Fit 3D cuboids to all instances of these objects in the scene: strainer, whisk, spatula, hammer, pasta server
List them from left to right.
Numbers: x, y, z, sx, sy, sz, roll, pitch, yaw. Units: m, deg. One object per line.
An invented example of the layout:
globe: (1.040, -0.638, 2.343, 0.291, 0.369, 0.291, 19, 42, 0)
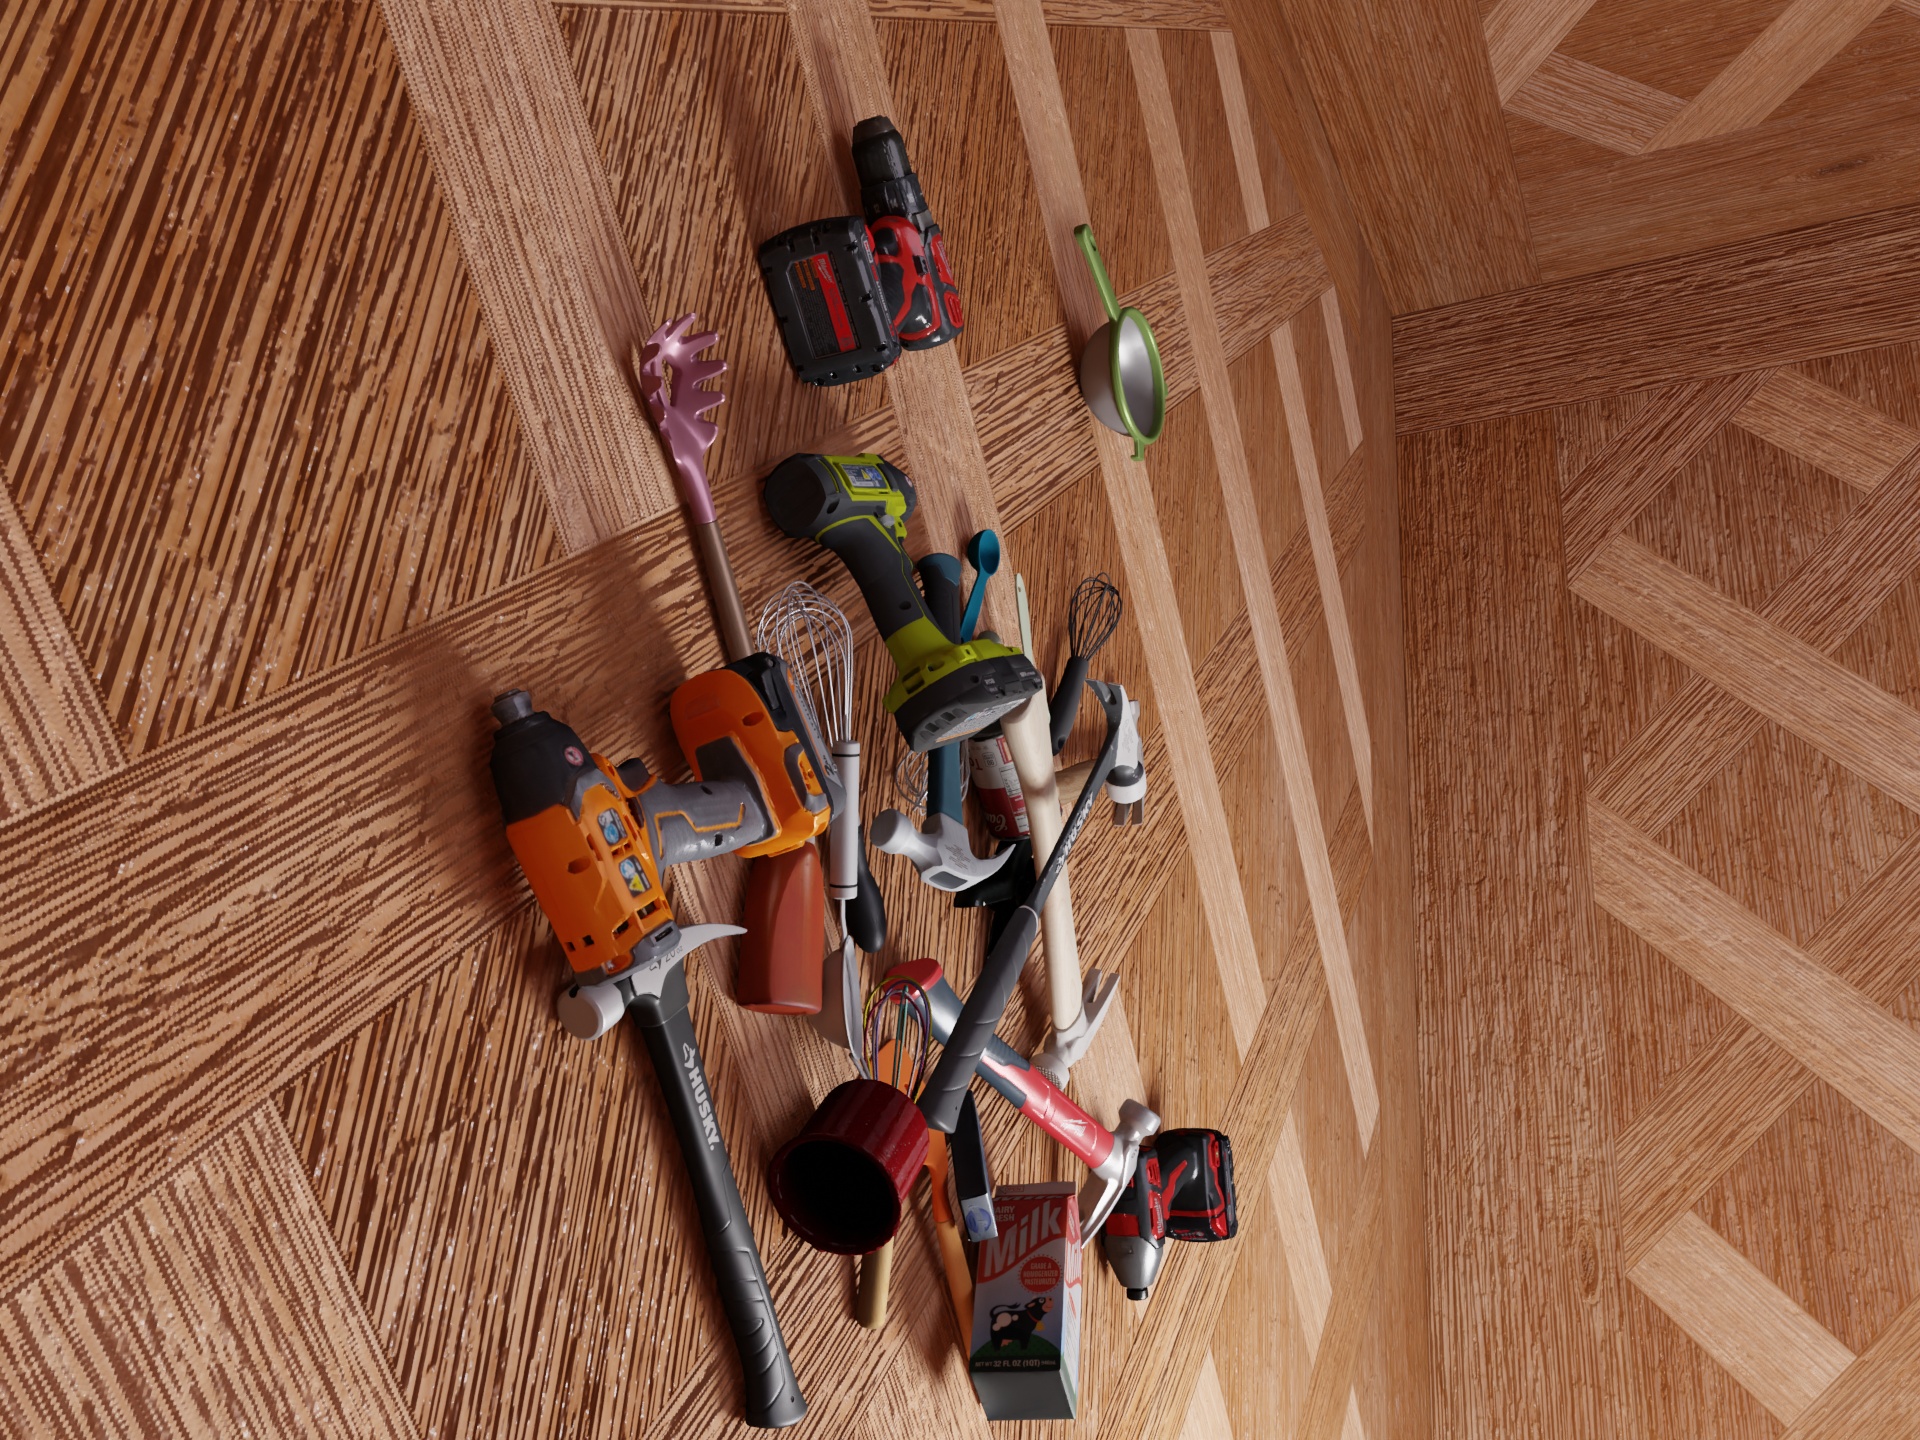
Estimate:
hammer: (-0.146, 0.282, 0.966, 0.146, 0.035, 0.334, -38, 117, -60)
pasta server: (-0.155, -0.105, 1.047, 0.060, 0.040, 0.316, -31, 113, -49)
whisk: (-0.090, 0.039, 1.128, 0.070, 0.070, 0.284, -44, 128, -59)
strainer: (-0.083, 0.124, 1.094, 0.087, 0.050, 0.258, -64, 156, -86)
whisk: (-0.055, 0.304, 1.132, 0.051, 0.047, 0.245, 150, -53, -79)
spatula: (-0.016, 0.399, 1.222, 0.081, 0.041, 0.322, -46, 129, -57)
hammer: (-0.014, -0.011, 1.239, 0.128, 0.033, 0.331, 36, 37, -35)
whisk: (-0.002, -0.004, 1.334, 0.246, 0.059, 0.057, -68, 179, -51)
hammer: (0.042, 0.315, 1.321, 0.143, 0.038, 0.385, -56, 133, -15)
hammer: (0.058, 0.138, 1.216, 0.149, 0.036, 0.409, 77, 33, -44)
hammer: (0.081, 0.127, 1.352, 0.146, 0.038, 0.410, -52, 143, -44)
whisk: (0.118, -0.058, 1.591, 0.055, 0.055, 0.239, 59, 39, -40)
hammer: (0.133, 0.056, 1.581, 0.331, 0.031, 0.130, -14, 98, -69)
strainer: (0.150, -0.413, 1.722, 0.256, 0.069, 0.152, 63, 34, -34)

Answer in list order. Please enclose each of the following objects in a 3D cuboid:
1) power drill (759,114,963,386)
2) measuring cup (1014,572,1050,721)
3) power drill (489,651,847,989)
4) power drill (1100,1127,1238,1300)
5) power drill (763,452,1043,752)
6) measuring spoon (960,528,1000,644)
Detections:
power drill: (-0.072, -0.369, 1.247, 0.227, 0.080, 0.187, -54, 131, -59)
measuring cup: (0.046, -0.051, 1.450, 0.083, 0.038, 0.168, 18, 66, -62)
power drill: (-0.172, 0.035, 0.919, 0.226, 0.084, 0.164, -34, 102, -58)
power drill: (0.204, 0.488, 1.595, 0.219, 0.078, 0.143, 10, 75, -61)
power drill: (-0.037, -0.096, 1.177, 0.223, 0.080, 0.171, 60, 26, 8)
measuring spoon: (0.007, -0.113, 1.415, 0.042, 0.021, 0.129, 48, 51, -51)
